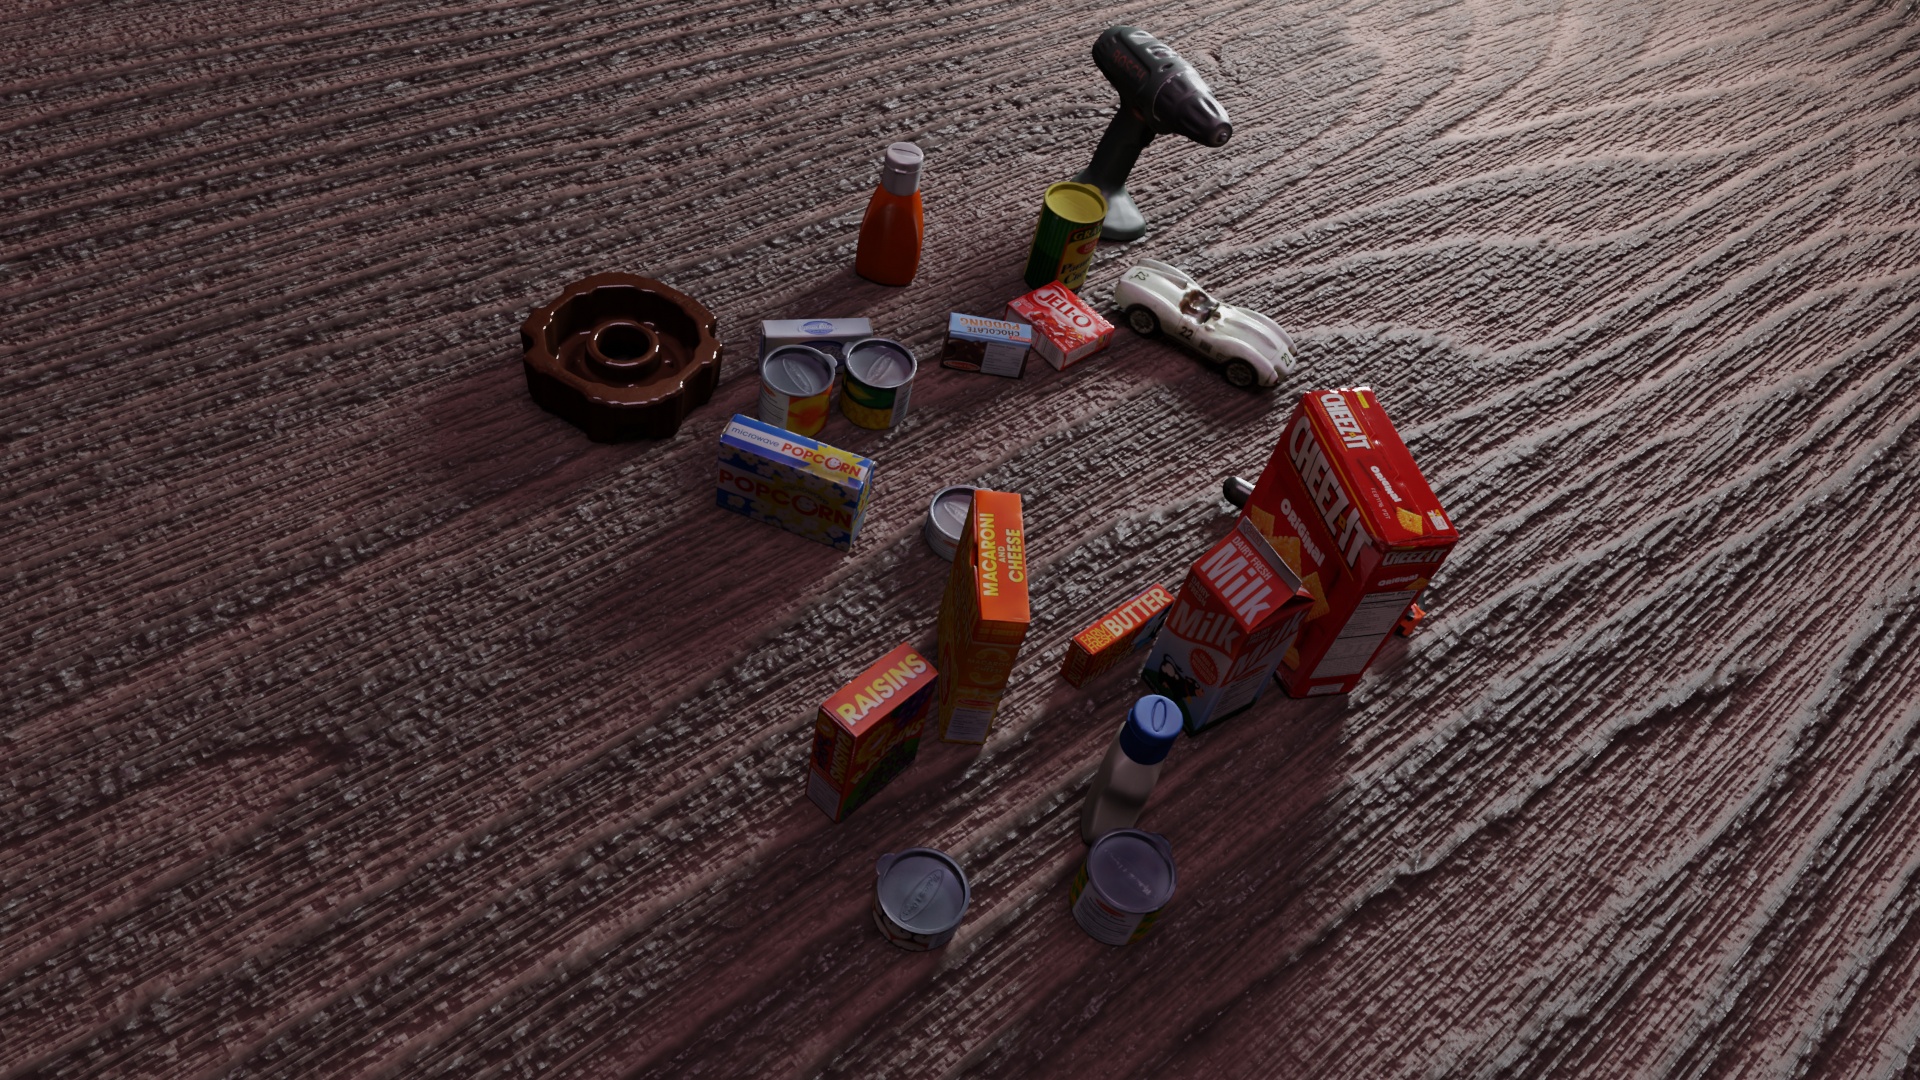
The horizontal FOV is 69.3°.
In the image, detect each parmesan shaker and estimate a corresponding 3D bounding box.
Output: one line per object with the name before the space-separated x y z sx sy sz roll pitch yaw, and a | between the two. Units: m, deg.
parmesan shaker | 0.110 -0.312 1.444 0.071 0.102 0.072 7 50 -8

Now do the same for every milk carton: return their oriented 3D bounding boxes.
milk carton | 0.214 0.066 1.093 0.074 0.189 0.072 -21 58 -27

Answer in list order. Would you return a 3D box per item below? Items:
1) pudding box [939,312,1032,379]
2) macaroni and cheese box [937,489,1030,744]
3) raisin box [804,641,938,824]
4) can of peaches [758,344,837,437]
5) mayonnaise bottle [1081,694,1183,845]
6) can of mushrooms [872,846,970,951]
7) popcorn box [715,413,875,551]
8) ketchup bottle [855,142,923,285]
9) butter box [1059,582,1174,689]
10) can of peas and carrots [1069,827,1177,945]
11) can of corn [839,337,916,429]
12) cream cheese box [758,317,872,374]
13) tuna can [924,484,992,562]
pudding box | 0.025 -0.190 1.357 0.084 0.049 0.030 7 50 -7
macaroni and cheese box | 0.014 0.061 1.067 0.040 0.165 0.124 5 50 -9
raisin box | -0.066 0.140 1.010 0.040 0.122 0.086 41 54 20
can of peaches | -0.148 -0.135 1.266 0.071 0.057 0.071 7 50 -8
mayonnaise bottle | 0.125 0.168 1.015 0.041 0.147 0.065 17 49 1
can of mushrooms | -0.030 0.252 0.984 0.071 0.033 0.071 7 50 -8
popcorn box | -0.142 -0.049 1.177 0.127 0.084 0.038 19 49 3
ketchup bottle | -0.066 -0.324 1.383 0.065 0.148 0.044 12 49 -3
butter box | 0.130 0.079 1.153 0.104 0.052 0.024 -29 62 -31
can of peas and carrots | 0.118 0.249 1.005 0.071 0.058 0.071 7 50 -8
can of corn | -0.080 -0.147 1.291 0.071 0.058 0.071 7 50 -8
cream cheese box | -0.138 -0.183 1.311 0.104 0.053 0.024 -4 52 -16
tuna can | 0.004 -0.015 1.217 0.071 0.032 0.071 7 50 -8
